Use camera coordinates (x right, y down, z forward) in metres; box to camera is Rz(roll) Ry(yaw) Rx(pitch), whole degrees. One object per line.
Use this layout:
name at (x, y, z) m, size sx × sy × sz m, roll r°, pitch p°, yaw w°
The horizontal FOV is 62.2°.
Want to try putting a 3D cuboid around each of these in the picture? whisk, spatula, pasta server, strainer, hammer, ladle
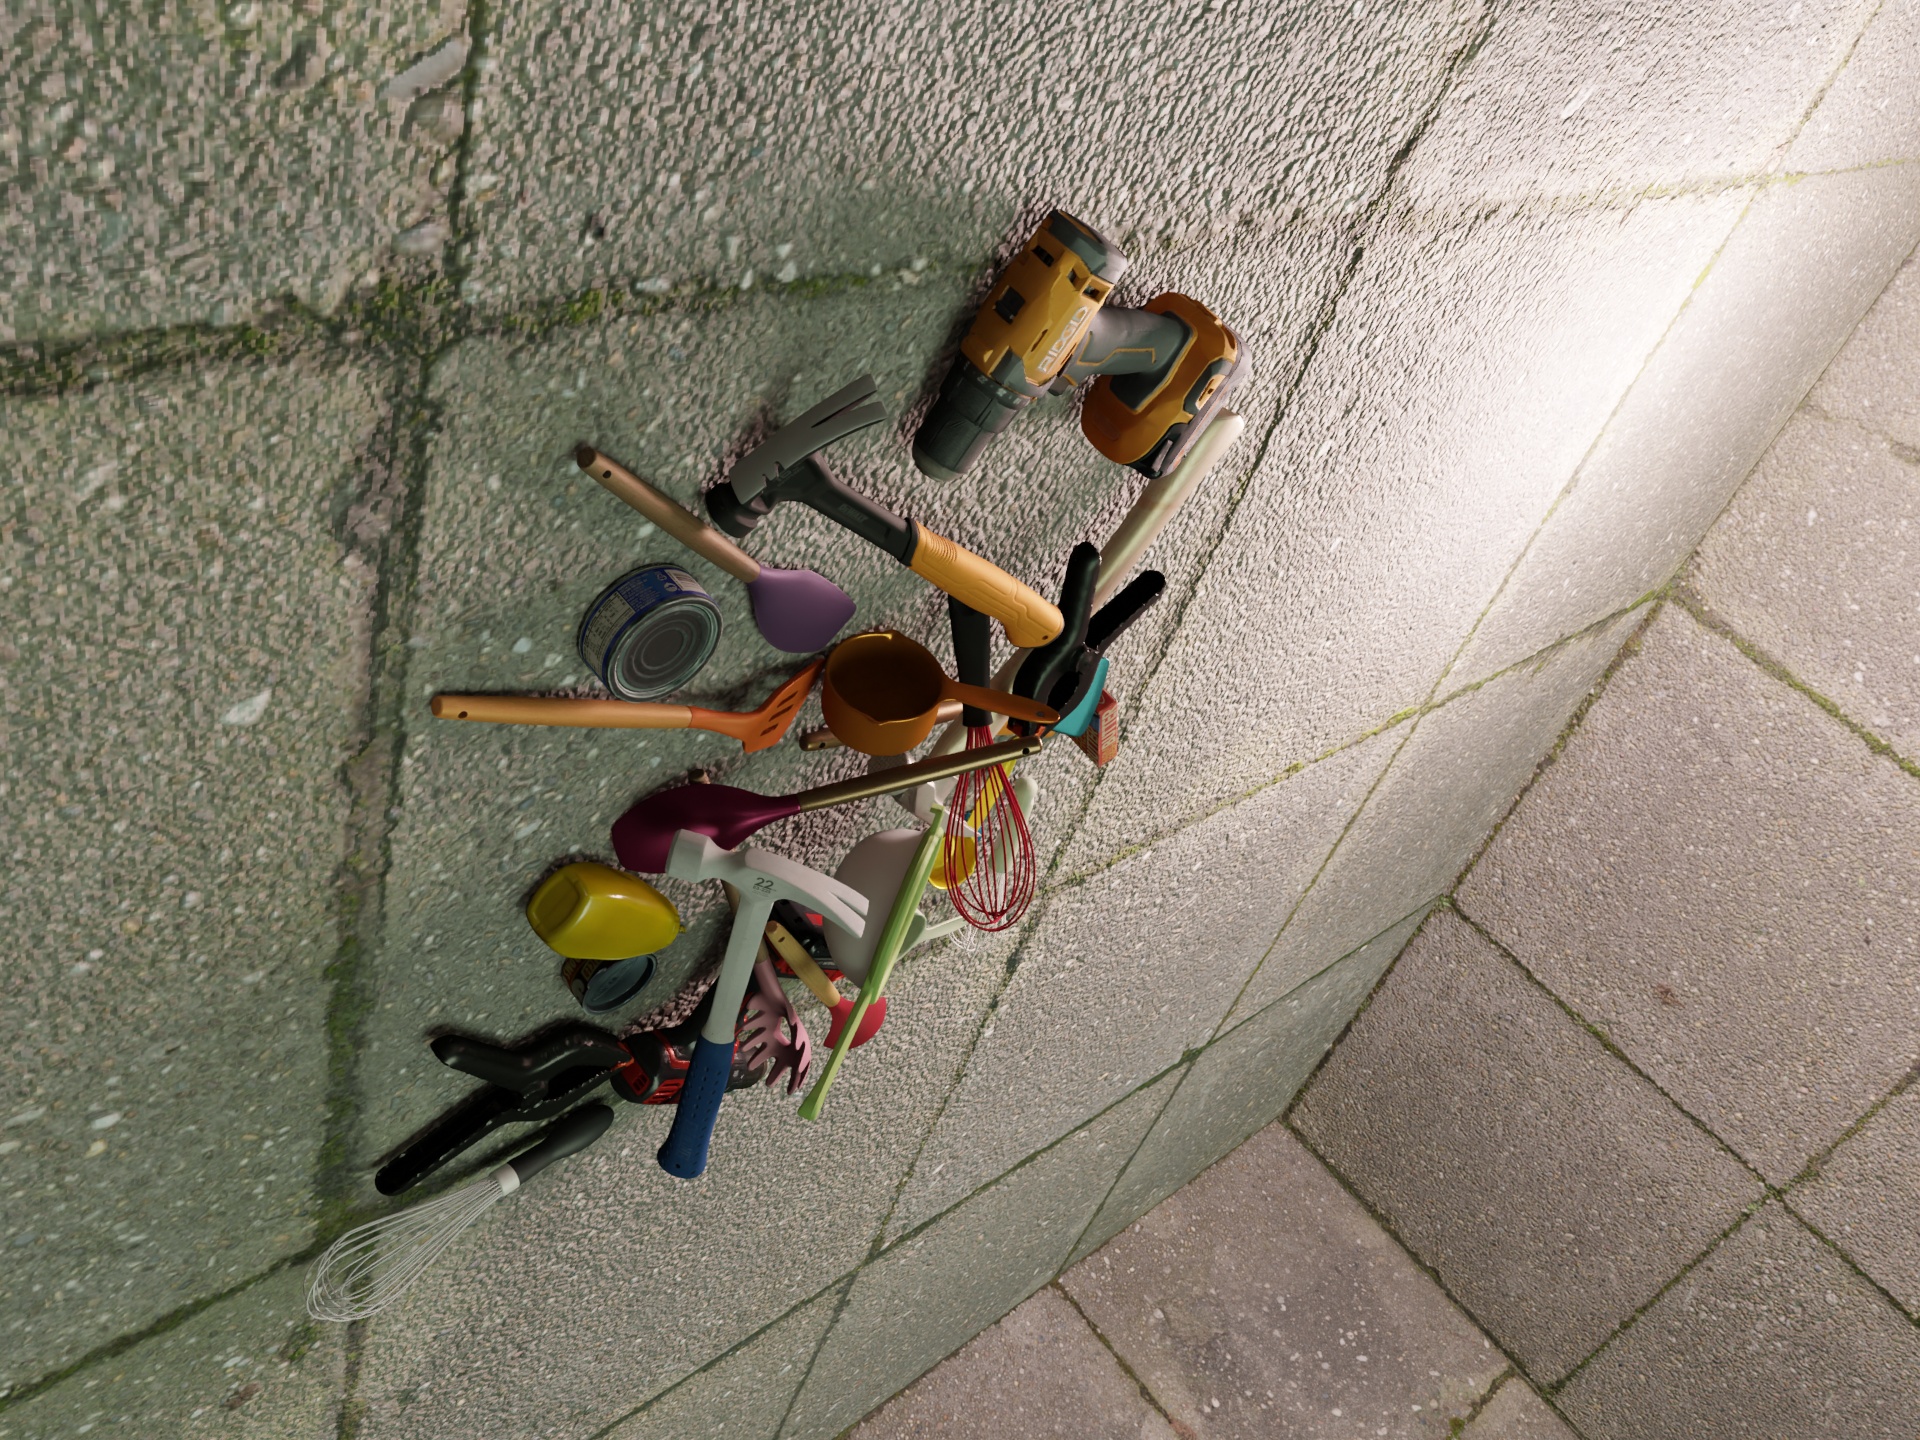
whisk at (0.036, 0.149, 1.582) m, size 0.058 × 0.059 × 0.246 m, roll -79°, pitch -176°, yaw -52°
spatula at (-0.145, -0.099, 0.992) m, size 0.060 × 0.018 × 0.315 m, roll -47°, pitch 155°, yaw 3°
whisk at (-0.400, 0.392, 1.297) m, size 0.284 × 0.070 × 0.070 m, roll -29°, pitch 150°, yaw -39°
pasta server at (-0.165, 0.167, 1.221) m, size 0.040 × 0.060 × 0.316 m, roll -49°, pitch 140°, yaw -40°
strainer at (-0.089, 0.184, 1.234) m, size 0.151 × 0.069 × 0.256 m, roll 107°, pitch 7°, yaw -57°
hammer at (-0.180, 0.238, 1.224) m, size 0.035 × 0.144 × 0.405 m, roll -79°, pitch -173°, yaw -47°
spatula at (-0.204, -0.008, 1.038) m, size 0.322 × 0.041 × 0.081 m, roll 3°, pitch 127°, yaw -51°
hammer at (0.093, -0.083, 1.288) m, size 0.410 × 0.038 × 0.146 m, roll -51°, pitch 144°, yaw 0°
hammer at (-0.016, -0.115, 1.053) m, size 0.127 × 0.034 × 0.336 m, roll -33°, pitch 151°, yaw 20°
ladle at (-0.112, 0.220, 1.312) m, size 0.069 × 0.031 × 0.315 m, roll -38°, pitch 153°, yaw -9°
spatula at (-0.002, -0.004, 1.304) m, size 0.317 × 0.044 × 0.082 m, roll -14°, pitch 131°, yaw -44°
whisk at (0.015, 0.021, 1.211) m, size 0.073 × 0.073 × 0.295 m, roll -17°, pitch 108°, yaw -43°

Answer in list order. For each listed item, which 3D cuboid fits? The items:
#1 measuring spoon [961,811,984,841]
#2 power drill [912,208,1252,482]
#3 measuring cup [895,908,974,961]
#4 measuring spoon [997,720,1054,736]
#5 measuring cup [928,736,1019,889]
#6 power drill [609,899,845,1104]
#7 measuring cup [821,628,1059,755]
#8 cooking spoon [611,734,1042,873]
measuring spoon at (-0.023, 0.118, 1.472) m, size 0.128 × 0.021 × 0.042 m, roll -18°, pitch 143°, yaw -42°
power drill at (0.078, -0.225, 1.066) m, size 0.226 × 0.084 × 0.185 m, roll 6°, pitch 127°, yaw -53°
measuring cup at (-0.046, 0.195, 1.536) m, size 0.167 × 0.038 × 0.083 m, roll -7°, pitch 135°, yaw -54°
measuring spoon at (0.055, 0.008, 1.438) m, size 0.116 × 0.011 × 0.021 m, roll 2°, pitch 128°, yaw -56°
measuring cup at (0.009, 0.080, 1.456) m, size 0.062 × 0.029 × 0.156 m, roll 33°, pitch 84°, yaw -42°
power drill at (-0.179, 0.247, 1.380) m, size 0.226 × 0.080 × 0.187 m, roll -47°, pitch 153°, yaw 11°
measuring cup at (-0.017, -0.007, 1.161) m, size 0.173 × 0.095 × 0.052 m, roll 13°, pitch 137°, yaw -6°
cooking spoon at (-0.093, 0.054, 1.154) m, size 0.319 × 0.017 × 0.068 m, roll -14°, pitch 119°, yaw -11°
